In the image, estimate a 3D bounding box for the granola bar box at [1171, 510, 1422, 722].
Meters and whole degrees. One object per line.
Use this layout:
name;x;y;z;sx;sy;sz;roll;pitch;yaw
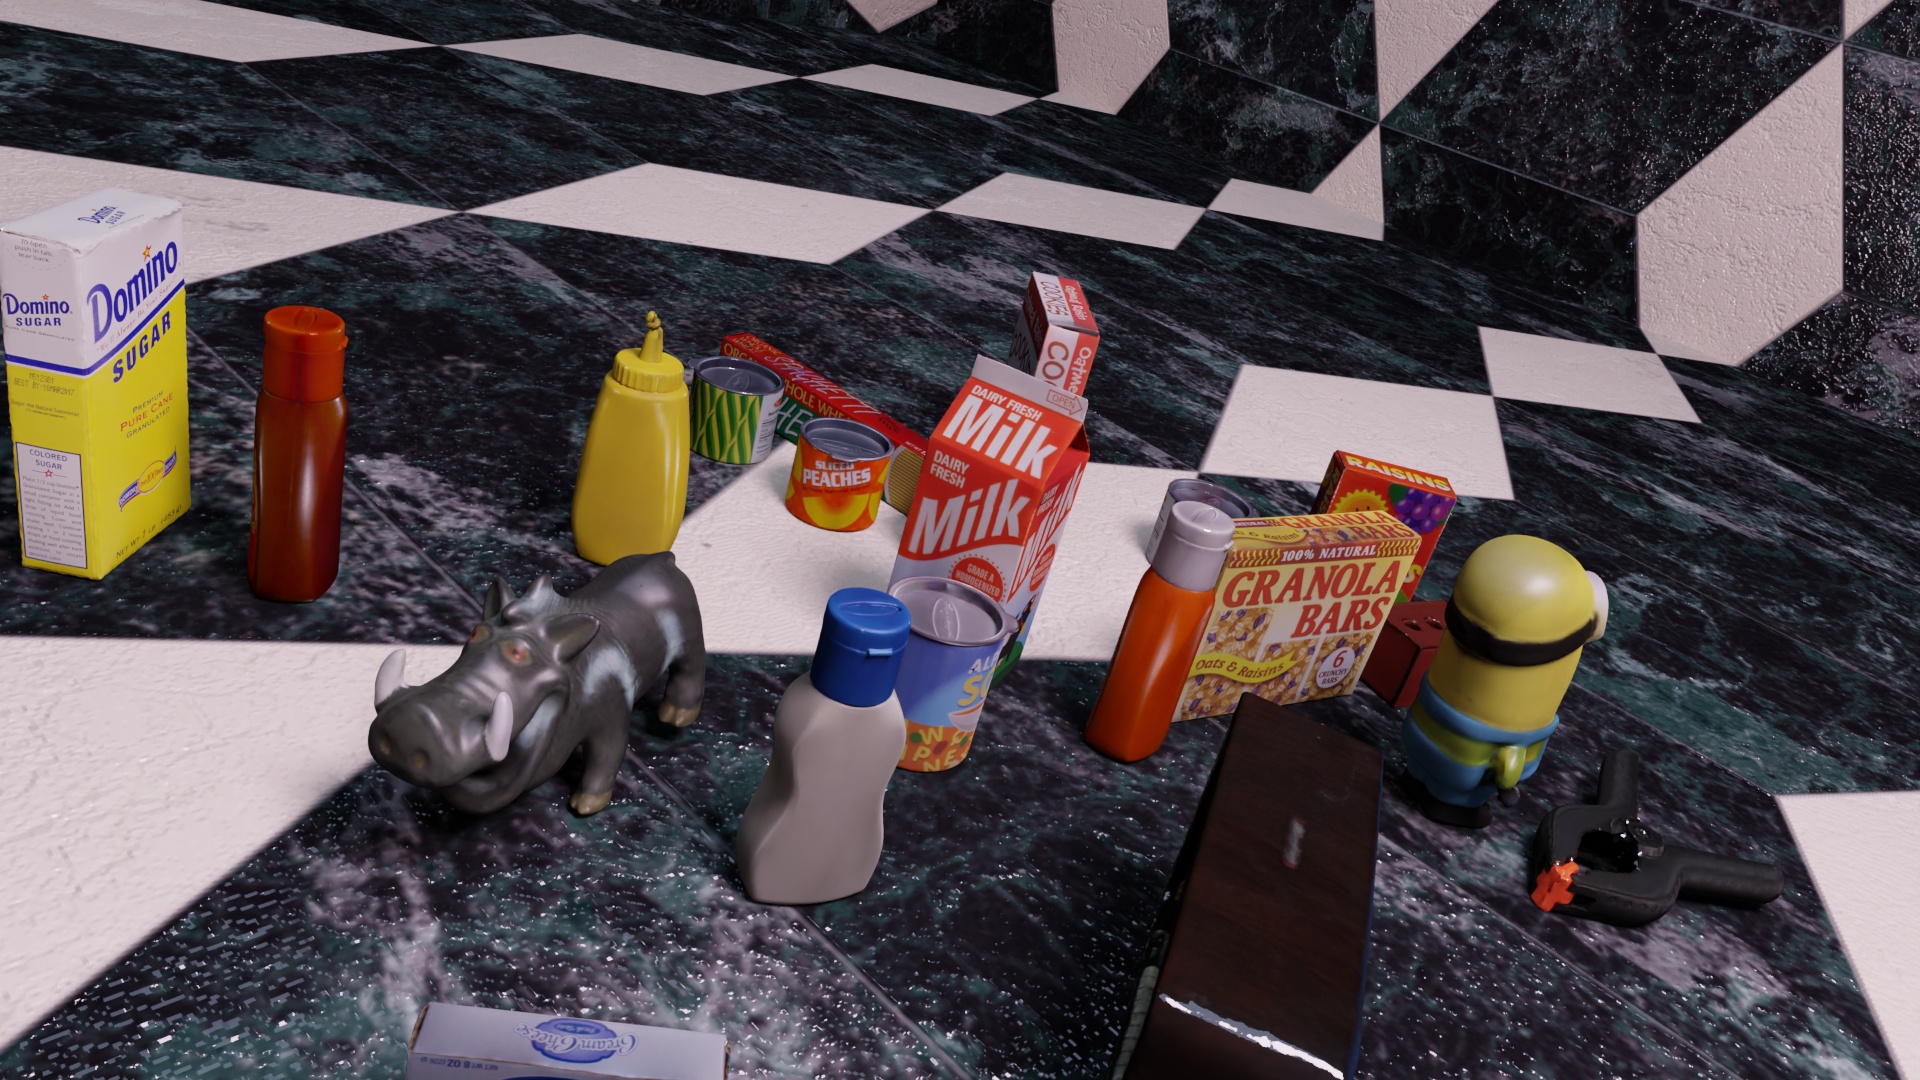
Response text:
granola bar box;0.199;0.045;0.870;0.166;0.123;0.039;-3;31;-34

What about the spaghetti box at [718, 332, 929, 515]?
spaghetti box;-0.095;-0.086;1.046;0.250;0.050;0.029;32;30;30

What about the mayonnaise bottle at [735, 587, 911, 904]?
mayonnaise bottle;-0.055;0.091;0.606;0.065;0.147;0.041;2;29;-27

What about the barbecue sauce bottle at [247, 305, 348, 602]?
barbecue sauce bottle;-0.339;-0.045;0.714;0.044;0.147;0.065;6;27;-20

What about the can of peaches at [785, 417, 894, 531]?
can of peaches;-0.085;-0.045;0.961;0.071;0.057;0.071;13;26;-6

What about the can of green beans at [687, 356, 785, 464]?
can of green beans;-0.166;-0.095;1.014;0.071;0.057;0.071;13;26;-6

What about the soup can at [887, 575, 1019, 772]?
soup can;-0.014;0.072;0.741;0.071;0.083;0.071;13;26;-6

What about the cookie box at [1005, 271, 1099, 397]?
cookie box;0.055;-0.100;1.025;0.040;0.166;0.123;12;26;-9

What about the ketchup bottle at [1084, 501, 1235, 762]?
ketchup bottle;0.114;0.051;0.782;0.043;0.148;0.065;27;28;21

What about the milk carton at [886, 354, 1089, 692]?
milk carton;0.015;-0.007;0.792;0.072;0.189;0.074;25;27;17

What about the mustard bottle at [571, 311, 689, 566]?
mustard bottle;-0.188;-0.060;0.816;0.065;0.159;0.049;13;26;-6

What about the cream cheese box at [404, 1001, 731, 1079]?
cream cheese box;-0.135;0.190;0.474;0.104;0.053;0.024;11;26;-11

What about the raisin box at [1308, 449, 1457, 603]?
raisin box;0.292;0.005;1.003;0.086;0.122;0.040;15;26;-2

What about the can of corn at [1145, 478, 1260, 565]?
can of corn;0.179;-0.005;1.031;0.071;0.058;0.071;13;26;-6
